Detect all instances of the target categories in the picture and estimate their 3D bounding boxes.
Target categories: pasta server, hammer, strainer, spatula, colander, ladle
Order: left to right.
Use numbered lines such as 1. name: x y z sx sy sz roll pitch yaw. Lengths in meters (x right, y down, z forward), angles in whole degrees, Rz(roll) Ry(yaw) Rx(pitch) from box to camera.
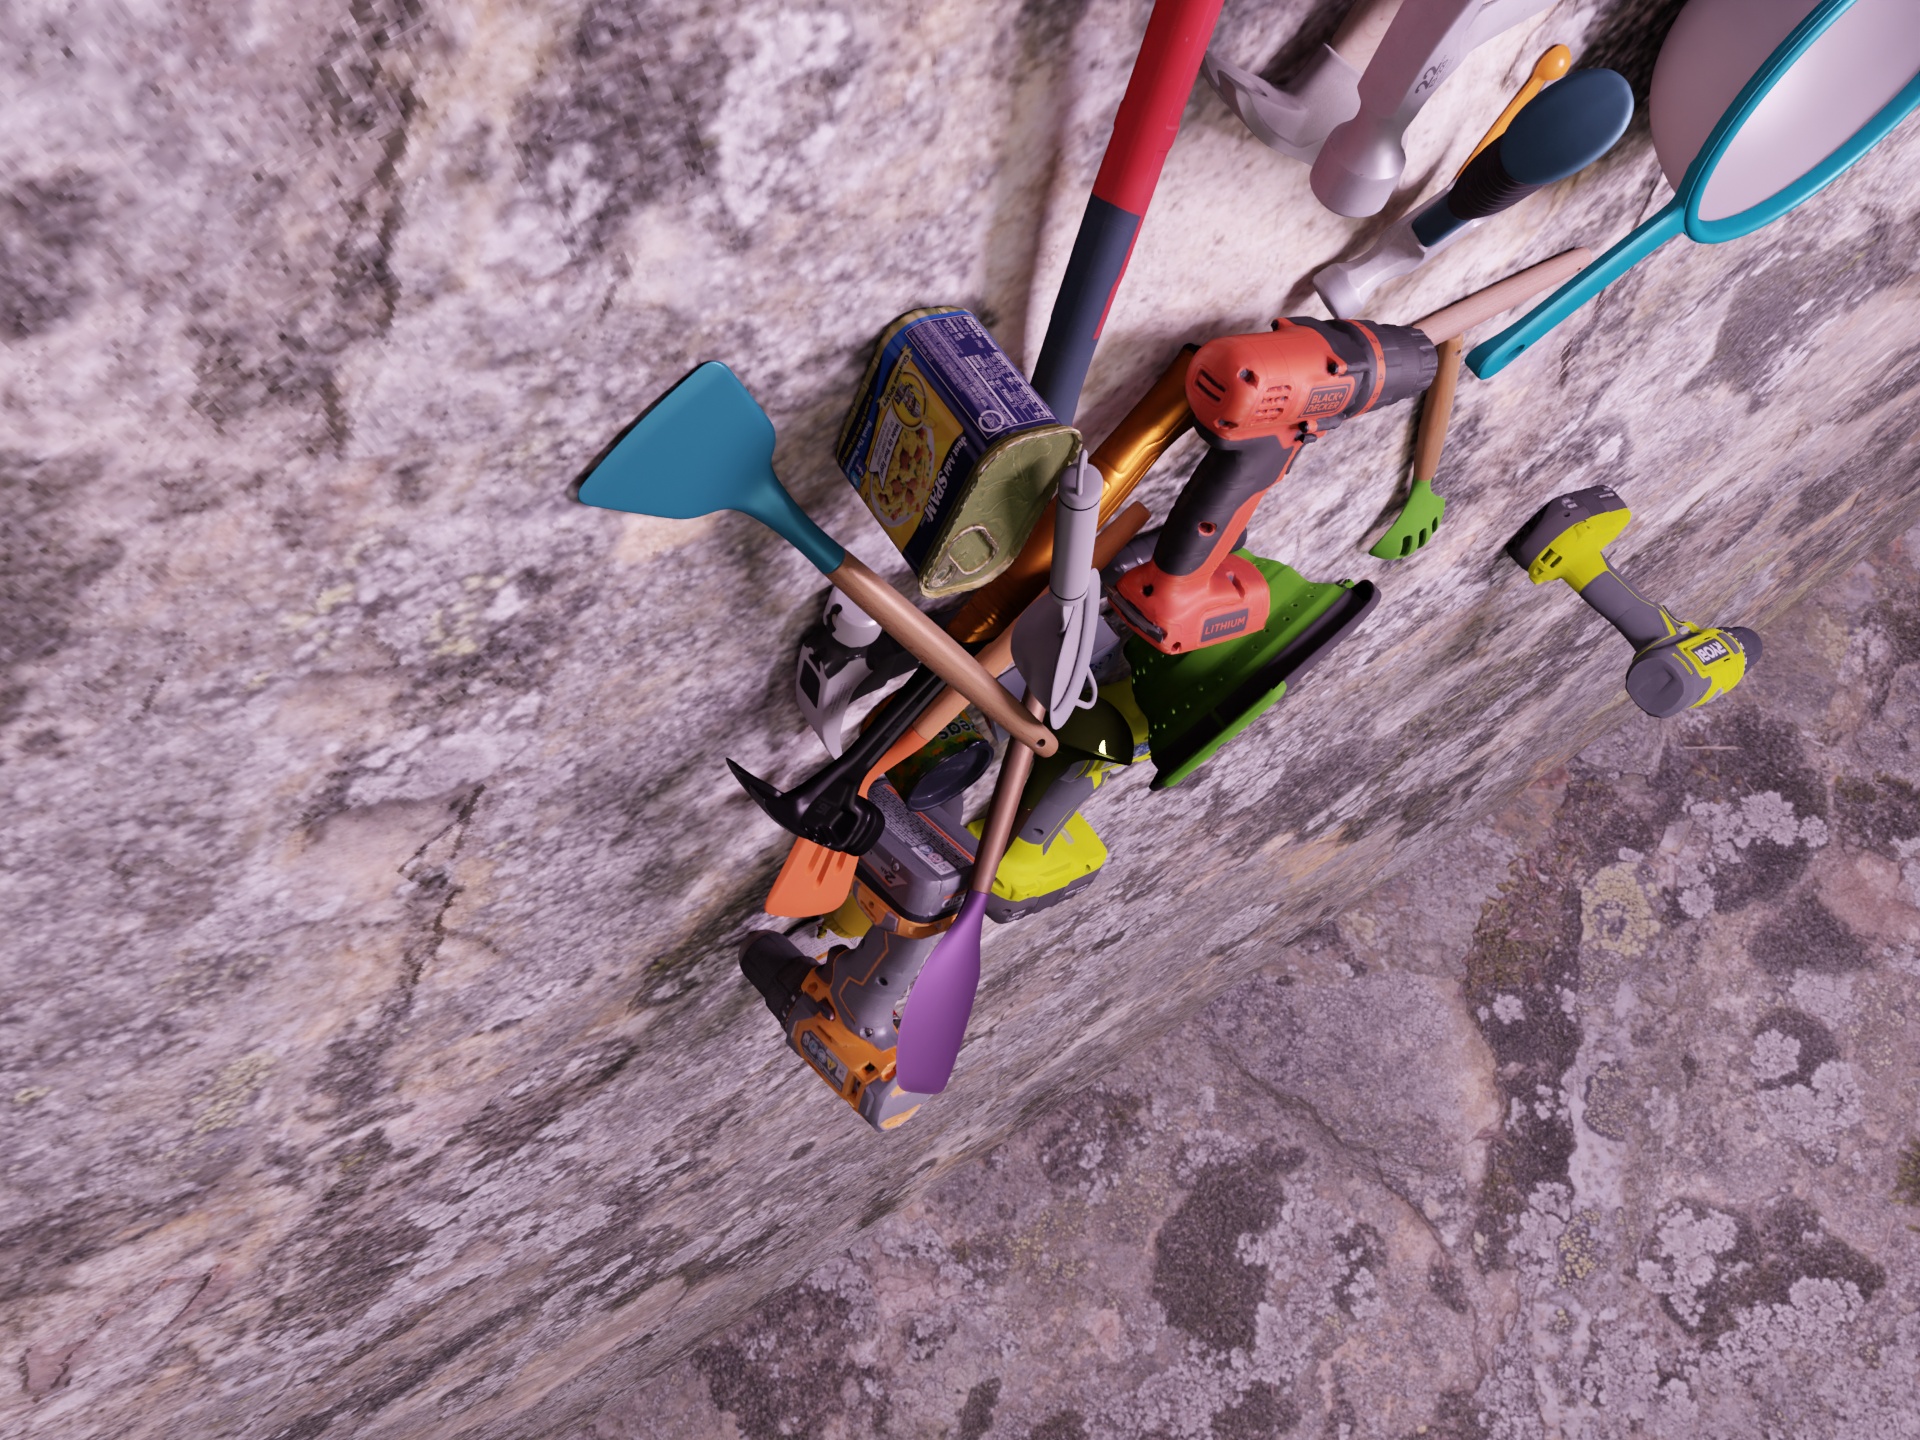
1. spatula: -0.042 -0.054 0.751 0.082 0.044 0.317 -42 131 11
2. spatula: -0.001 -0.003 0.926 0.322 0.041 0.081 -45 156 18
3. spatula: 0.017 0.084 1.011 0.059 0.018 0.316 21 84 -44
4. hammer: 0.018 -0.068 0.845 0.337 0.034 0.127 -48 151 4
5. ladle: 0.038 0.083 1.160 0.078 0.062 0.320 18 139 -10
6. hammer: 0.047 -0.071 0.963 0.334 0.035 0.146 -22 155 -31
7. strainer: 0.050 -0.064 0.770 0.258 0.050 0.087 88 19 -69
8. hammer: 0.058 -0.199 0.631 0.143 0.038 0.386 -61 176 -28
9. colander: 0.213 -0.075 1.158 0.204 0.094 0.397 -43 176 30
10. pasta server: 0.280 -0.226 0.978 0.316 0.040 0.060 -28 170 -20
11. hammer: 0.229 -0.233 0.700 0.128 0.033 0.331 -34 -175 12
12. hammer: 0.253 -0.386 0.593 0.146 0.038 0.410 -5 144 -51
13. hammer: 0.310 -0.346 0.678 0.405 0.035 0.144 -35 164 -26
14. strainer: 0.397 -0.326 0.860 0.340 0.095 0.211 -39 159 15

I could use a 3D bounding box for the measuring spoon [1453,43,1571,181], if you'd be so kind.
1. measuring spoon: 0.288 -0.307 0.849 0.021 0.011 0.116 -19 154 -37

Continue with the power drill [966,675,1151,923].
1. power drill: 0.096 0.054 1.253 0.171 0.080 0.223 -15 148 -40

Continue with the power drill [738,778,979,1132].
1. power drill: -0.076 0.150 1.113 0.084 0.185 0.226 -15 132 -43

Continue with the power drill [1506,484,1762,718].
1. power drill: 0.649 -0.114 1.511 0.190 0.229 0.080 -17 153 -39

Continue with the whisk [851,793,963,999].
1. whisk: -0.041 0.138 1.261 0.070 0.070 0.284 -22 150 -31

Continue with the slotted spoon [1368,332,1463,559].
1. slotted spoon: 0.339 -0.192 1.158 0.070 0.031 0.313 -34 158 -4
